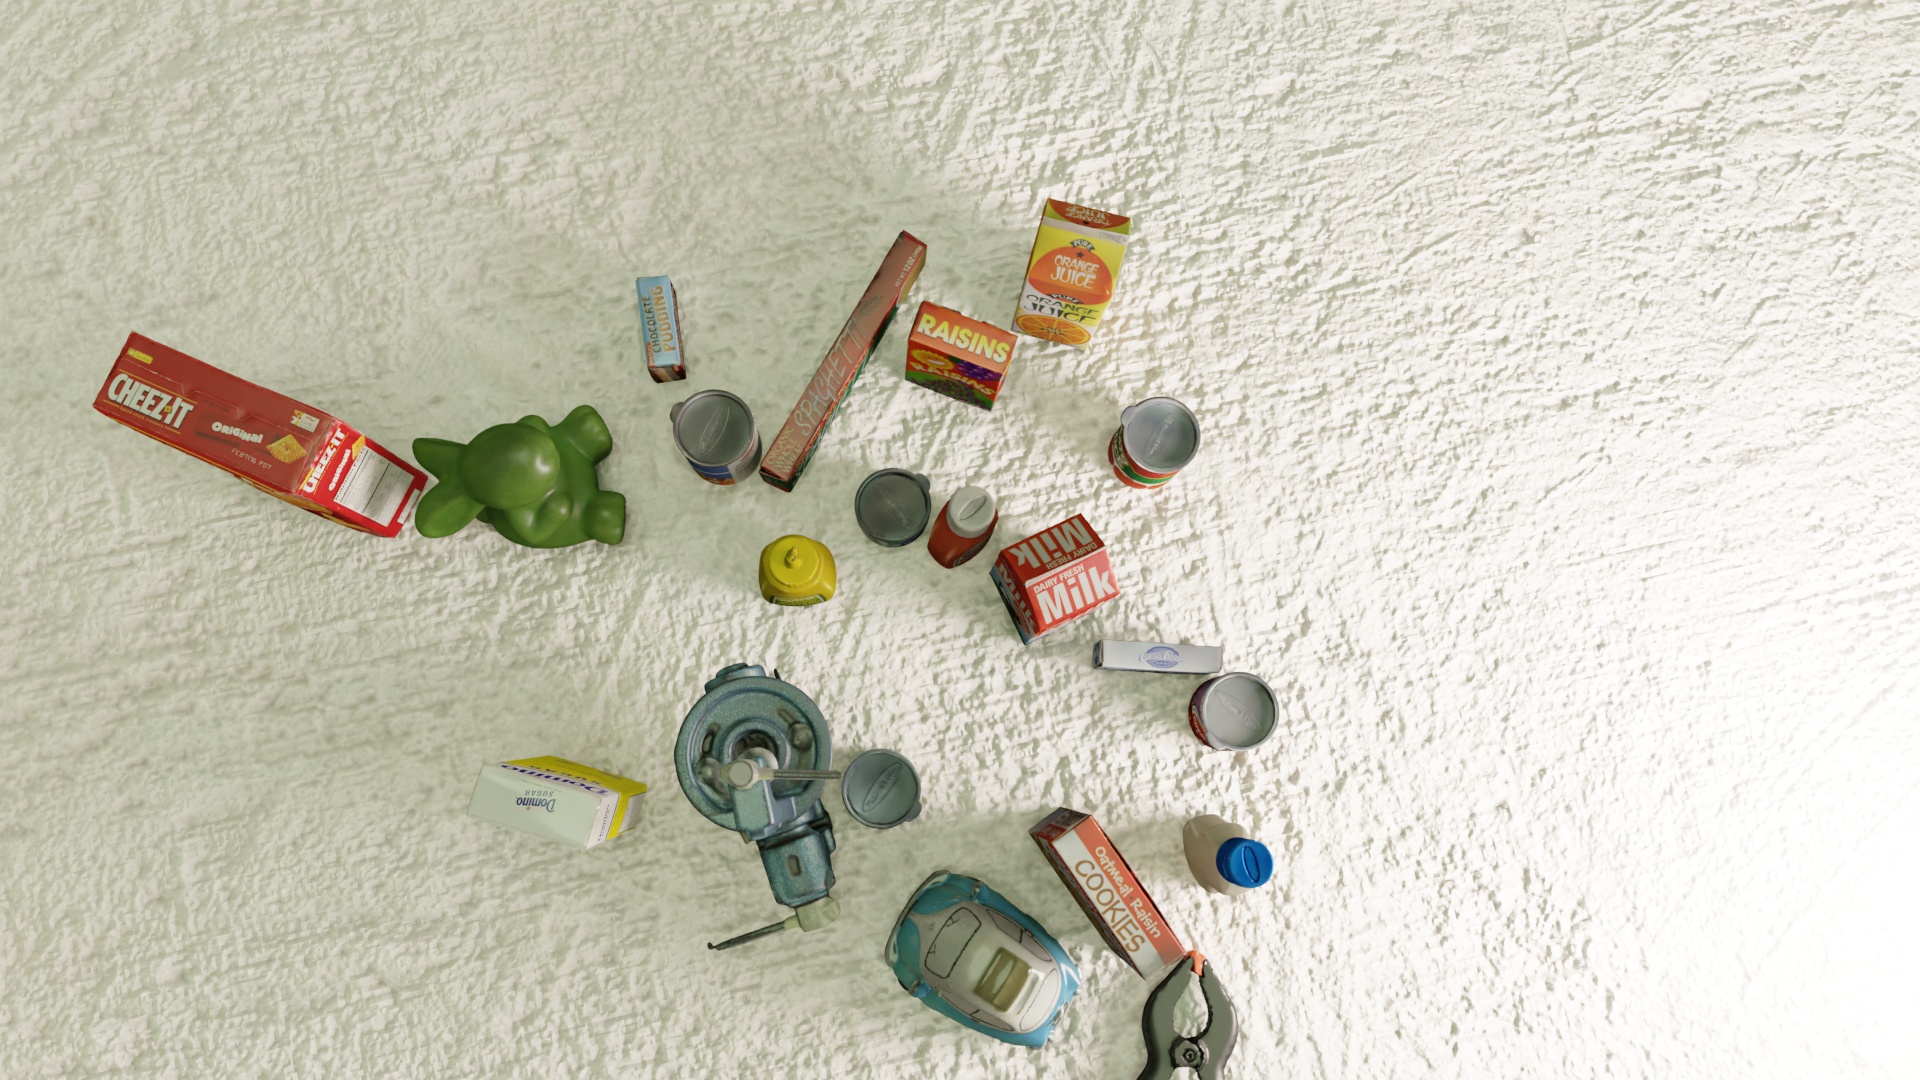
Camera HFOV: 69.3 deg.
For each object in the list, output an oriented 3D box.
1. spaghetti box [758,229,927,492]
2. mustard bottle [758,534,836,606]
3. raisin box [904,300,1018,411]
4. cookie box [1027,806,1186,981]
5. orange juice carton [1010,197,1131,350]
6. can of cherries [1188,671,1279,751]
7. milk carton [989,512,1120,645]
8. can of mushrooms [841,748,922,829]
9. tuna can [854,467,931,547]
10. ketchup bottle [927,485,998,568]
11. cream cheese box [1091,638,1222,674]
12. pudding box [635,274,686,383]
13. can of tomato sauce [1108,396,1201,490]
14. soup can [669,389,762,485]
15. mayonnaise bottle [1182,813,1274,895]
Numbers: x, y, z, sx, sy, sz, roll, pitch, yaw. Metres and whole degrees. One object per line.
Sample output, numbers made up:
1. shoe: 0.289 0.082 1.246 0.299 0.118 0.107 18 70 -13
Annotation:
1. spaghetti box: -0.101 -0.156 1.216 0.029 0.050 0.250 29 80 2
2. mustard bottle: -0.135 0.024 1.128 0.065 0.160 0.049 -3 81 -4
3. raisin box: -0.001 -0.156 1.185 0.086 0.123 0.040 21 81 0
4. cookie box: 0.112 0.273 1.097 0.040 0.167 0.123 -35 84 -8
5. orange juice carton: 0.093 -0.228 1.167 0.072 0.192 0.073 14 81 -1
6. can of cherries: 0.229 0.148 1.180 0.071 0.058 0.071 1 81 -3
7. milk carton: 0.075 0.032 1.124 0.072 0.190 0.073 -25 83 -7
8. can of mushrooms: -0.064 0.209 1.165 0.071 0.033 0.071 1 81 -3
9. tuna can: -0.057 -0.030 1.206 0.071 0.032 0.071 1 81 -3
10. ketchup bottle: 0.004 -0.014 1.148 0.065 0.148 0.043 -43 86 -8
11. cream cheese box: 0.167 0.100 1.187 0.104 0.053 0.024 4 81 -3
12. pudding box: -0.261 -0.184 1.211 0.030 0.049 0.084 -8 81 -5
13. can of tomato sauce: 0.164 -0.083 1.203 0.071 0.083 0.071 1 81 -3
14. soup can: -0.207 -0.087 1.181 0.071 0.083 0.071 1 81 -3
15. mayonnaise bottle: 0.215 0.255 1.116 0.041 0.148 0.065 -15 82 -5
